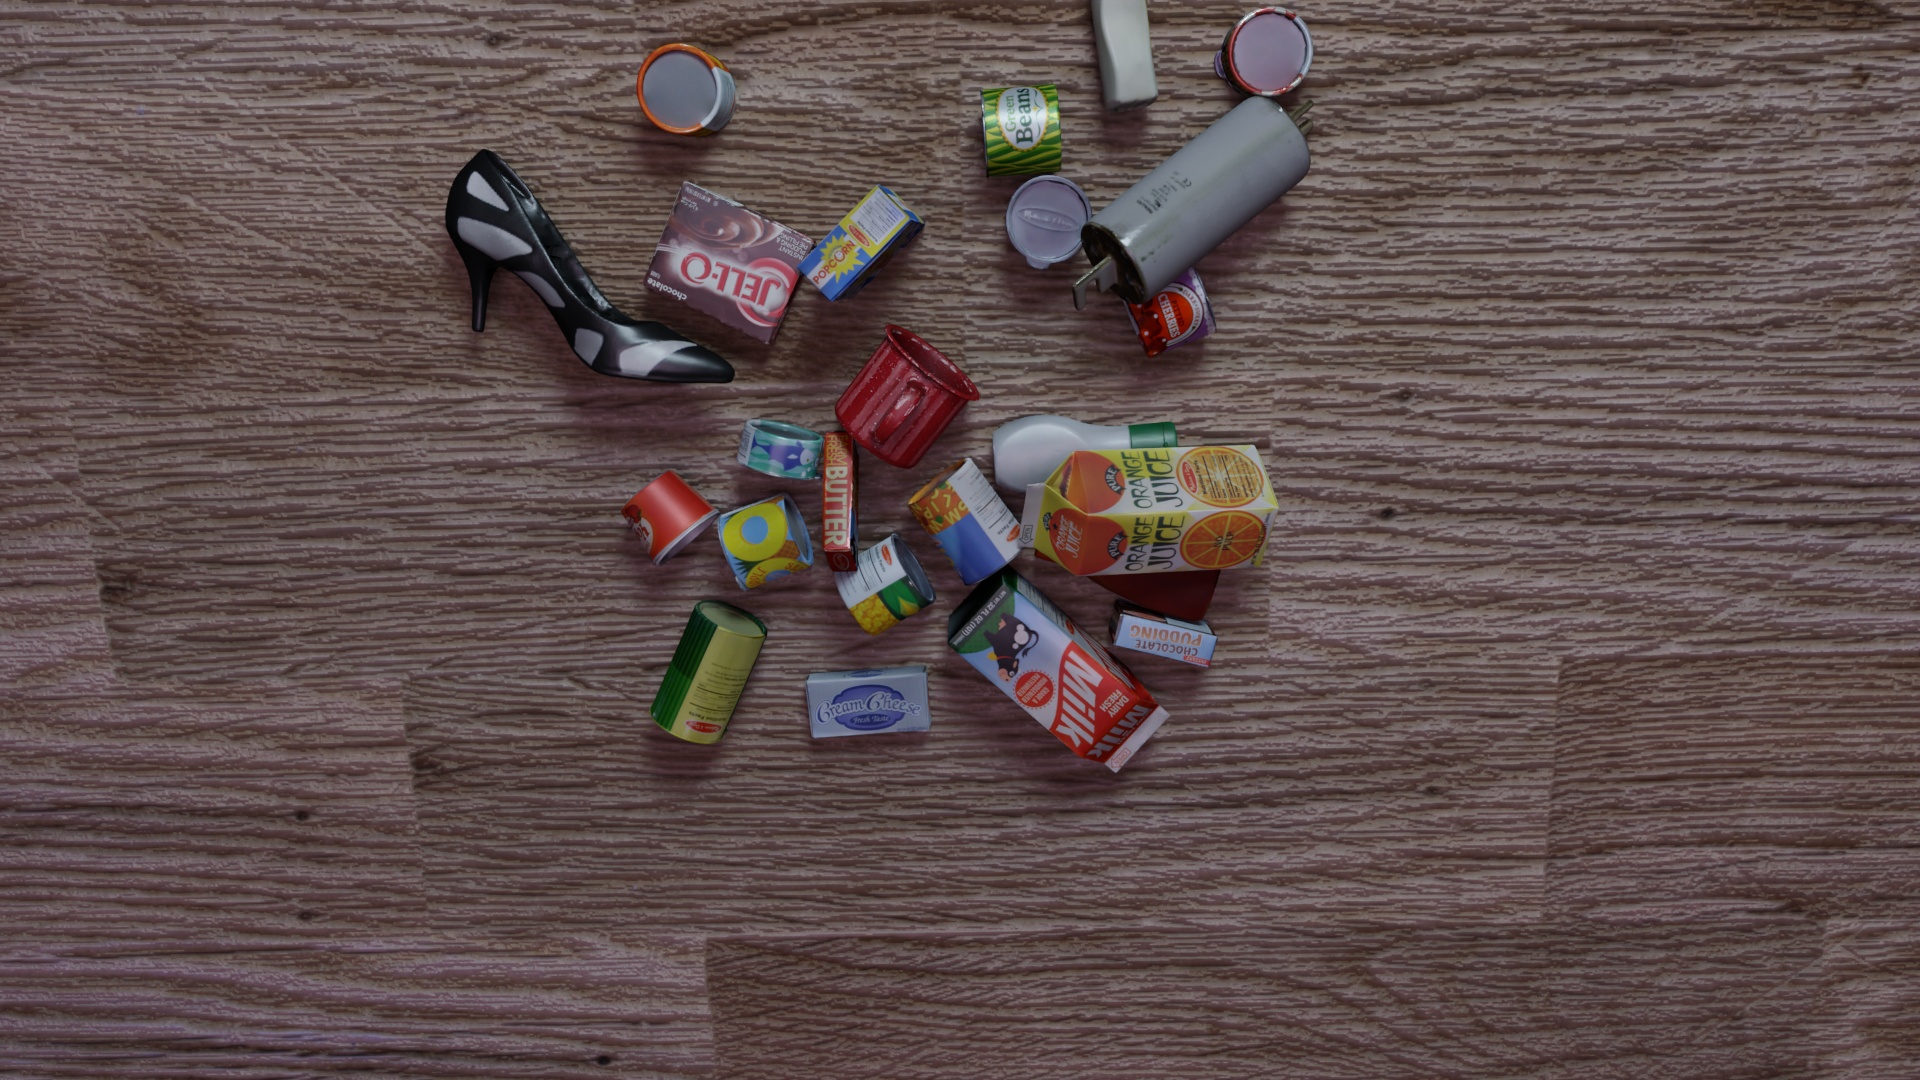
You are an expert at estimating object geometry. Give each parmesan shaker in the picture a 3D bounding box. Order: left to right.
[{"bbox_3d":[-0.209,0.110,1.168,0.071,0.071,0.103,24,102,-4],"label":"parmesan shaker"}]

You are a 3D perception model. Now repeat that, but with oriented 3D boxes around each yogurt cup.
[{"bbox_3d":[-0.240,-0.021,1.138,0.072,0.072,0.054,-40,91,10],"label":"yogurt cup"}]

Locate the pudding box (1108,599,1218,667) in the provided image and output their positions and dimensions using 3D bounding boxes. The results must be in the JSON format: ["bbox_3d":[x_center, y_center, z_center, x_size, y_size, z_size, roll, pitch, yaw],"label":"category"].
[{"bbox_3d":[0.168,0.077,1.159,0.084,0.050,0.030,14,102,-3],"label":"pudding box"}]

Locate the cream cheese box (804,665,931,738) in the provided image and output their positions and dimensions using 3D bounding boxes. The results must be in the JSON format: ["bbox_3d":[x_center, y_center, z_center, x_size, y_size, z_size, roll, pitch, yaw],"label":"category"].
[{"bbox_3d":[-0.078,0.138,1.191,0.104,0.024,0.053,-4,103,2],"label":"cream cheese box"}]

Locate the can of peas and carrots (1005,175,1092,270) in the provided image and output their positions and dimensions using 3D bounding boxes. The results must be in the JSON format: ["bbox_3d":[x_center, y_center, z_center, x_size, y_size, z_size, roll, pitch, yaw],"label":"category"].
[{"bbox_3d":[0.068,-0.248,1.080,0.071,0.059,0.070,0,104,1],"label":"can of peas and carrots"}]

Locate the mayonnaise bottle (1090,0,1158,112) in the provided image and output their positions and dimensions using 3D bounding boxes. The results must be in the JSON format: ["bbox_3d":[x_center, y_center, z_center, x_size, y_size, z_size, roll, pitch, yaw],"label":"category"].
[{"bbox_3d":[0.119,-0.401,1.043,0.041,0.065,0.147,-8,99,0],"label":"mayonnaise bottle"}]

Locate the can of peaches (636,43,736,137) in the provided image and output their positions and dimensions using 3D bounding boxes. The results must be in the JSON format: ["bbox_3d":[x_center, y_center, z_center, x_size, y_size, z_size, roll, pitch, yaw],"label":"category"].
[{"bbox_3d":[-0.212,-0.344,1.064,0.071,0.058,0.071,0,104,1],"label":"can of peaches"}]

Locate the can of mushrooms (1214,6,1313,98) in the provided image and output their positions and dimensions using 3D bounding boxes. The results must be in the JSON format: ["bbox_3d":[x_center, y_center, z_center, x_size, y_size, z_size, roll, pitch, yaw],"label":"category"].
[{"bbox_3d":[0.232,-0.371,1.061,0.071,0.033,0.071,0,104,1],"label":"can of mushrooms"}]

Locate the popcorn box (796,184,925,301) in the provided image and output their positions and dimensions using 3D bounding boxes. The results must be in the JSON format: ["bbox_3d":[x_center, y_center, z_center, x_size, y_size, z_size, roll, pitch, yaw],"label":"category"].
[{"bbox_3d":[-0.073,-0.225,1.054,0.038,0.127,0.085,45,100,-6],"label":"popcorn box"}]

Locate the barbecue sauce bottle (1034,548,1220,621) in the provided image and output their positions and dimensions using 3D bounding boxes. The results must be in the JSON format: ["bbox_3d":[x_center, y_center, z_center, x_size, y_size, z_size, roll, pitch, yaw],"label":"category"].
[{"bbox_3d":[0.137,0.017,1.149,0.148,0.044,0.064,17,101,-2],"label":"barbecue sauce bottle"}]

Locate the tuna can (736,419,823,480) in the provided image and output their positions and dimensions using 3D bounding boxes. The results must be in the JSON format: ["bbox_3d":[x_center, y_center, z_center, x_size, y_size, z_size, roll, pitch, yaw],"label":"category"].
[{"bbox_3d":[-0.143,-0.073,1.122,0.071,0.071,0.032,14,103,-2],"label":"tuna can"}]

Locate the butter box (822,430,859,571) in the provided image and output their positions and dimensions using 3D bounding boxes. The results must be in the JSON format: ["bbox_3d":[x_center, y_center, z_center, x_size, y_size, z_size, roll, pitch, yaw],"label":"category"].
[{"bbox_3d":[-0.096,-0.031,1.115,0.024,0.053,0.104,-1,70,1],"label":"butter box"}]

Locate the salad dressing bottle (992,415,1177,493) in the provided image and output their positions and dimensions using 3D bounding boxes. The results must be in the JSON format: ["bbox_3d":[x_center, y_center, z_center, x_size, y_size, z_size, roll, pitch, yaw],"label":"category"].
[{"bbox_3d":[0.101,-0.073,1.129,0.148,0.044,0.064,-4,107,1],"label":"salad dressing bottle"}]

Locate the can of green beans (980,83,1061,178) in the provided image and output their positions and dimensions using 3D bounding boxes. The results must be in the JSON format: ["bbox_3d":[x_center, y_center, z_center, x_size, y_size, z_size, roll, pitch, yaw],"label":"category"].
[{"bbox_3d":[0.046,-0.313,1.061,0.058,0.071,0.071,-4,103,2],"label":"can of green beans"}]

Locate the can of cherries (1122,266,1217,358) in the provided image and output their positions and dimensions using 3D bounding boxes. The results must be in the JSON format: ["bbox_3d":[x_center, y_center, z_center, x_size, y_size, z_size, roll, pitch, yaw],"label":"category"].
[{"bbox_3d":[0.162,-0.183,1.087,0.058,0.071,0.071,-22,102,7],"label":"can of cherries"}]

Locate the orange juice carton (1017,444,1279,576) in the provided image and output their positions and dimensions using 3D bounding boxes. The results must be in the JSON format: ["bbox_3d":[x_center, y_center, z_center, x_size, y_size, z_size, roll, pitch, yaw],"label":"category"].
[{"bbox_3d":[0.143,-0.023,1.097,0.193,0.073,0.071,-3,138,-7],"label":"orange juice carton"}]

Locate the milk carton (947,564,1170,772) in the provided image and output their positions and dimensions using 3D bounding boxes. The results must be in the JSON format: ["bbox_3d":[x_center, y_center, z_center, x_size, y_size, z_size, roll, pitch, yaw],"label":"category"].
[{"bbox_3d":[0.082,0.110,1.156,0.190,0.073,0.072,40,101,-8],"label":"milk carton"}]

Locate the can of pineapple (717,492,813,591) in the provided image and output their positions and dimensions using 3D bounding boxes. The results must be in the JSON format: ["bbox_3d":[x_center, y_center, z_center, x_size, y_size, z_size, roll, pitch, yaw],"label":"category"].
[{"bbox_3d":[-0.159,0.002,1.139,0.058,0.071,0.071,-20,102,6],"label":"can of pineapple"}]

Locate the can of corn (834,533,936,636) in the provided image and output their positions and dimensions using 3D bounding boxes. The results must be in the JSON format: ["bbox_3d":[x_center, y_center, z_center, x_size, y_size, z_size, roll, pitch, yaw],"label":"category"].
[{"bbox_3d":[-0.062,0.039,1.148,0.058,0.071,0.071,-30,101,9],"label":"can of corn"}]

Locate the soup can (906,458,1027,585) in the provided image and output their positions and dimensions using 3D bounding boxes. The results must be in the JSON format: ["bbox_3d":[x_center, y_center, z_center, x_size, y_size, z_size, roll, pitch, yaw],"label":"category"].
[{"bbox_3d":[0.004,-0.014,1.134,0.071,0.071,0.083,-36,100,9],"label":"soup can"}]
